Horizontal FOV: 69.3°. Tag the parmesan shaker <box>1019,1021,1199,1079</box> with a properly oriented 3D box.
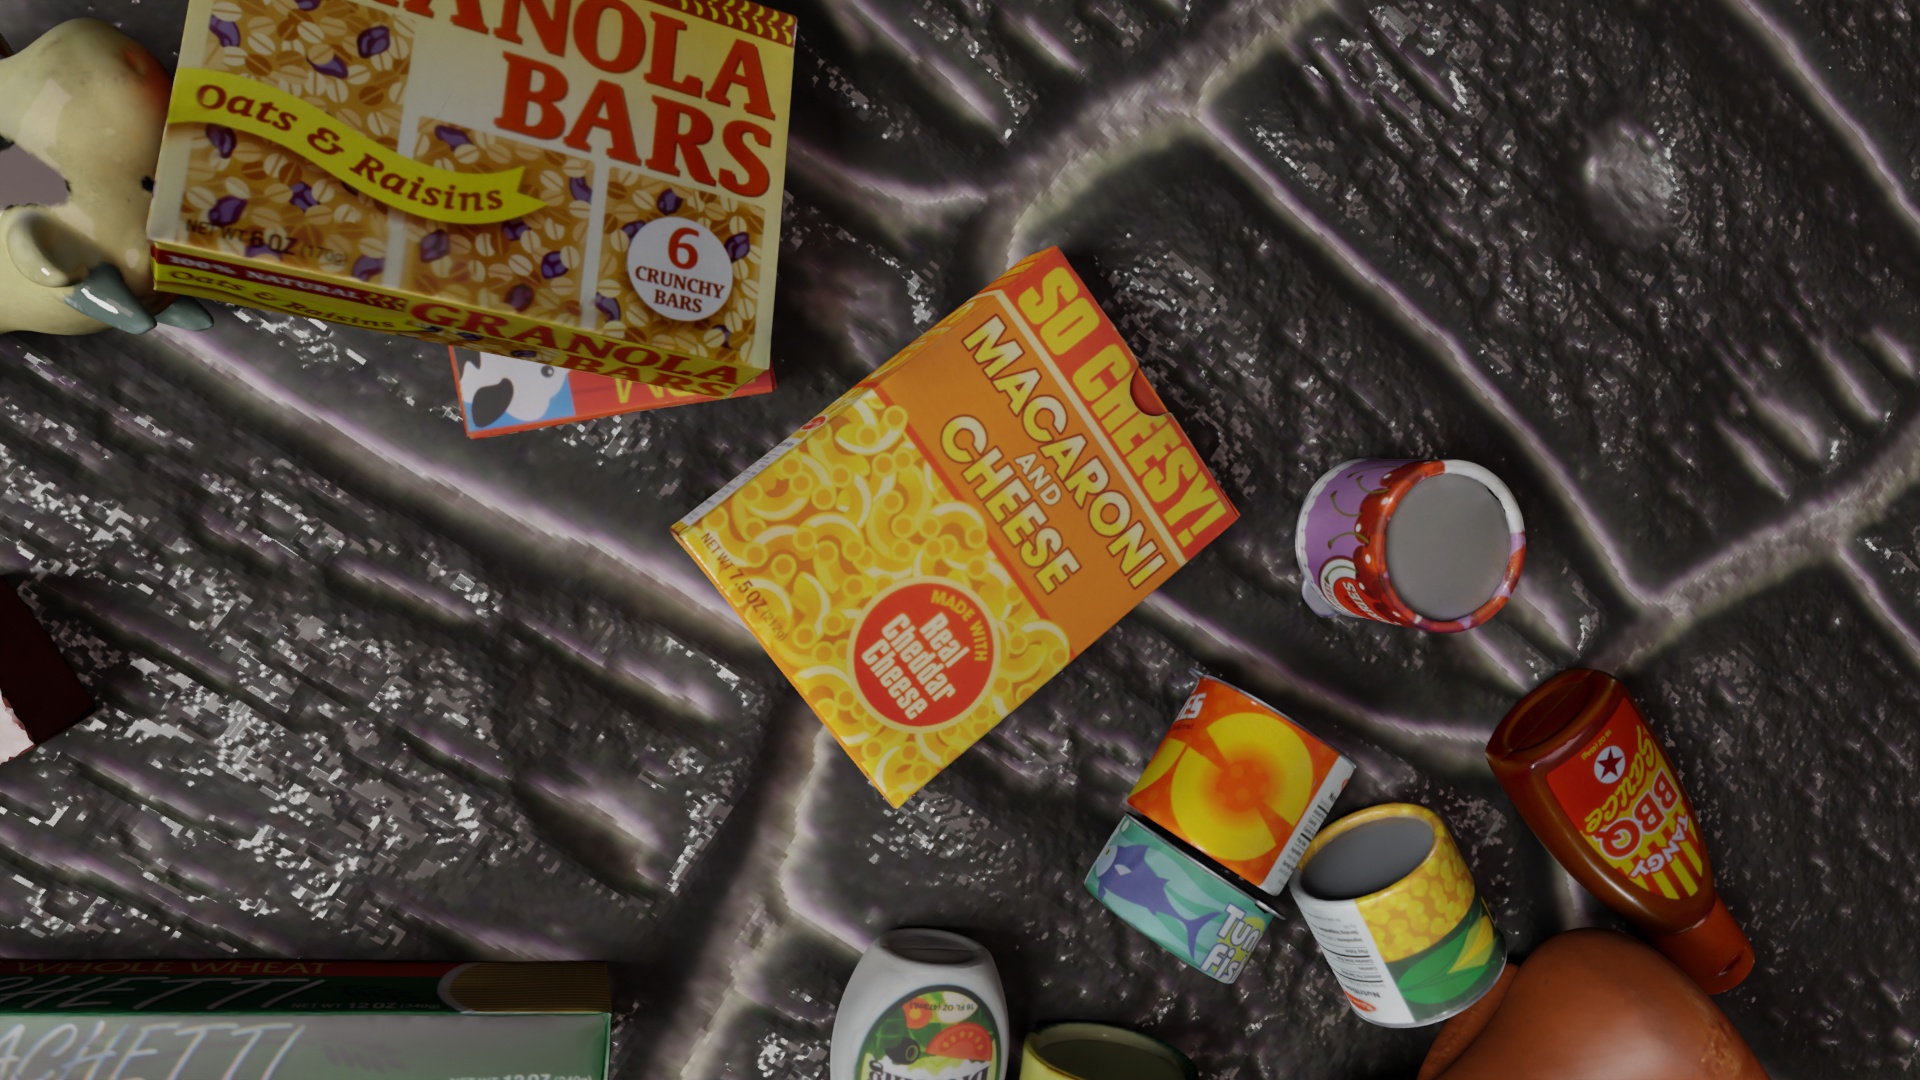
[{"bbox_3d":[0.051,0.241,0.512,0.071,0.071,0.103,8,91,-17],"label":"parmesan shaker"}]

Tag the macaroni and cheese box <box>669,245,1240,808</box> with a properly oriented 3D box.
[{"bbox_3d":[0.002,-0.006,0.497,0.167,0.040,0.123,-39,104,-11],"label":"macaroni and cheese box"}]

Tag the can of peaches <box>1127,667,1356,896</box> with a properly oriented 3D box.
[{"bbox_3d":[0.103,0.090,0.522,0.071,0.071,0.058,33,85,-16],"label":"can of peaches"}]

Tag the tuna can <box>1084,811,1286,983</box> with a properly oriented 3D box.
[{"bbox_3d":[0.083,0.133,0.516,0.071,0.071,0.033,34,86,-16],"label":"tuna can"}]

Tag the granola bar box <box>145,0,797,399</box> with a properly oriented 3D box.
[{"bbox_3d":[-0.136,-0.119,0.411,0.166,0.039,0.124,9,75,-28],"label":"granola bar box"}]

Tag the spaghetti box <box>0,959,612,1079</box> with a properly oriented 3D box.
[{"bbox_3d":[-0.237,0.152,0.431,0.250,0.050,0.028,6,91,-17],"label":"spaghetti box"}]

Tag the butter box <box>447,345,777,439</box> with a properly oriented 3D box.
[{"bbox_3d":[-0.117,-0.068,0.466,0.104,0.024,0.053,-11,96,-16],"label":"butter box"}]

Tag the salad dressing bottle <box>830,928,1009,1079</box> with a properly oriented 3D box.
[{"bbox_3d":[-0.019,0.220,0.504,0.064,0.044,0.147,6,92,-16],"label":"salad dressing bottle"}]

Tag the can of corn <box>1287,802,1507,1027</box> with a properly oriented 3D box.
[{"bbox_3d":[0.172,0.144,0.546,0.071,0.071,0.058,-32,102,-12],"label":"can of corn"}]

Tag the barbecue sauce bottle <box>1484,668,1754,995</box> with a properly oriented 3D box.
[{"bbox_3d":[0.285,0.128,0.590,0.065,0.043,0.148,-40,104,-11],"label":"barbecue sauce bottle"}]

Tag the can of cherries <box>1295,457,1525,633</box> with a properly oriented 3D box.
[{"bbox_3d":[0.173,0.003,0.540,0.071,0.058,0.071,-1,94,-17],"label":"can of cherries"}]
